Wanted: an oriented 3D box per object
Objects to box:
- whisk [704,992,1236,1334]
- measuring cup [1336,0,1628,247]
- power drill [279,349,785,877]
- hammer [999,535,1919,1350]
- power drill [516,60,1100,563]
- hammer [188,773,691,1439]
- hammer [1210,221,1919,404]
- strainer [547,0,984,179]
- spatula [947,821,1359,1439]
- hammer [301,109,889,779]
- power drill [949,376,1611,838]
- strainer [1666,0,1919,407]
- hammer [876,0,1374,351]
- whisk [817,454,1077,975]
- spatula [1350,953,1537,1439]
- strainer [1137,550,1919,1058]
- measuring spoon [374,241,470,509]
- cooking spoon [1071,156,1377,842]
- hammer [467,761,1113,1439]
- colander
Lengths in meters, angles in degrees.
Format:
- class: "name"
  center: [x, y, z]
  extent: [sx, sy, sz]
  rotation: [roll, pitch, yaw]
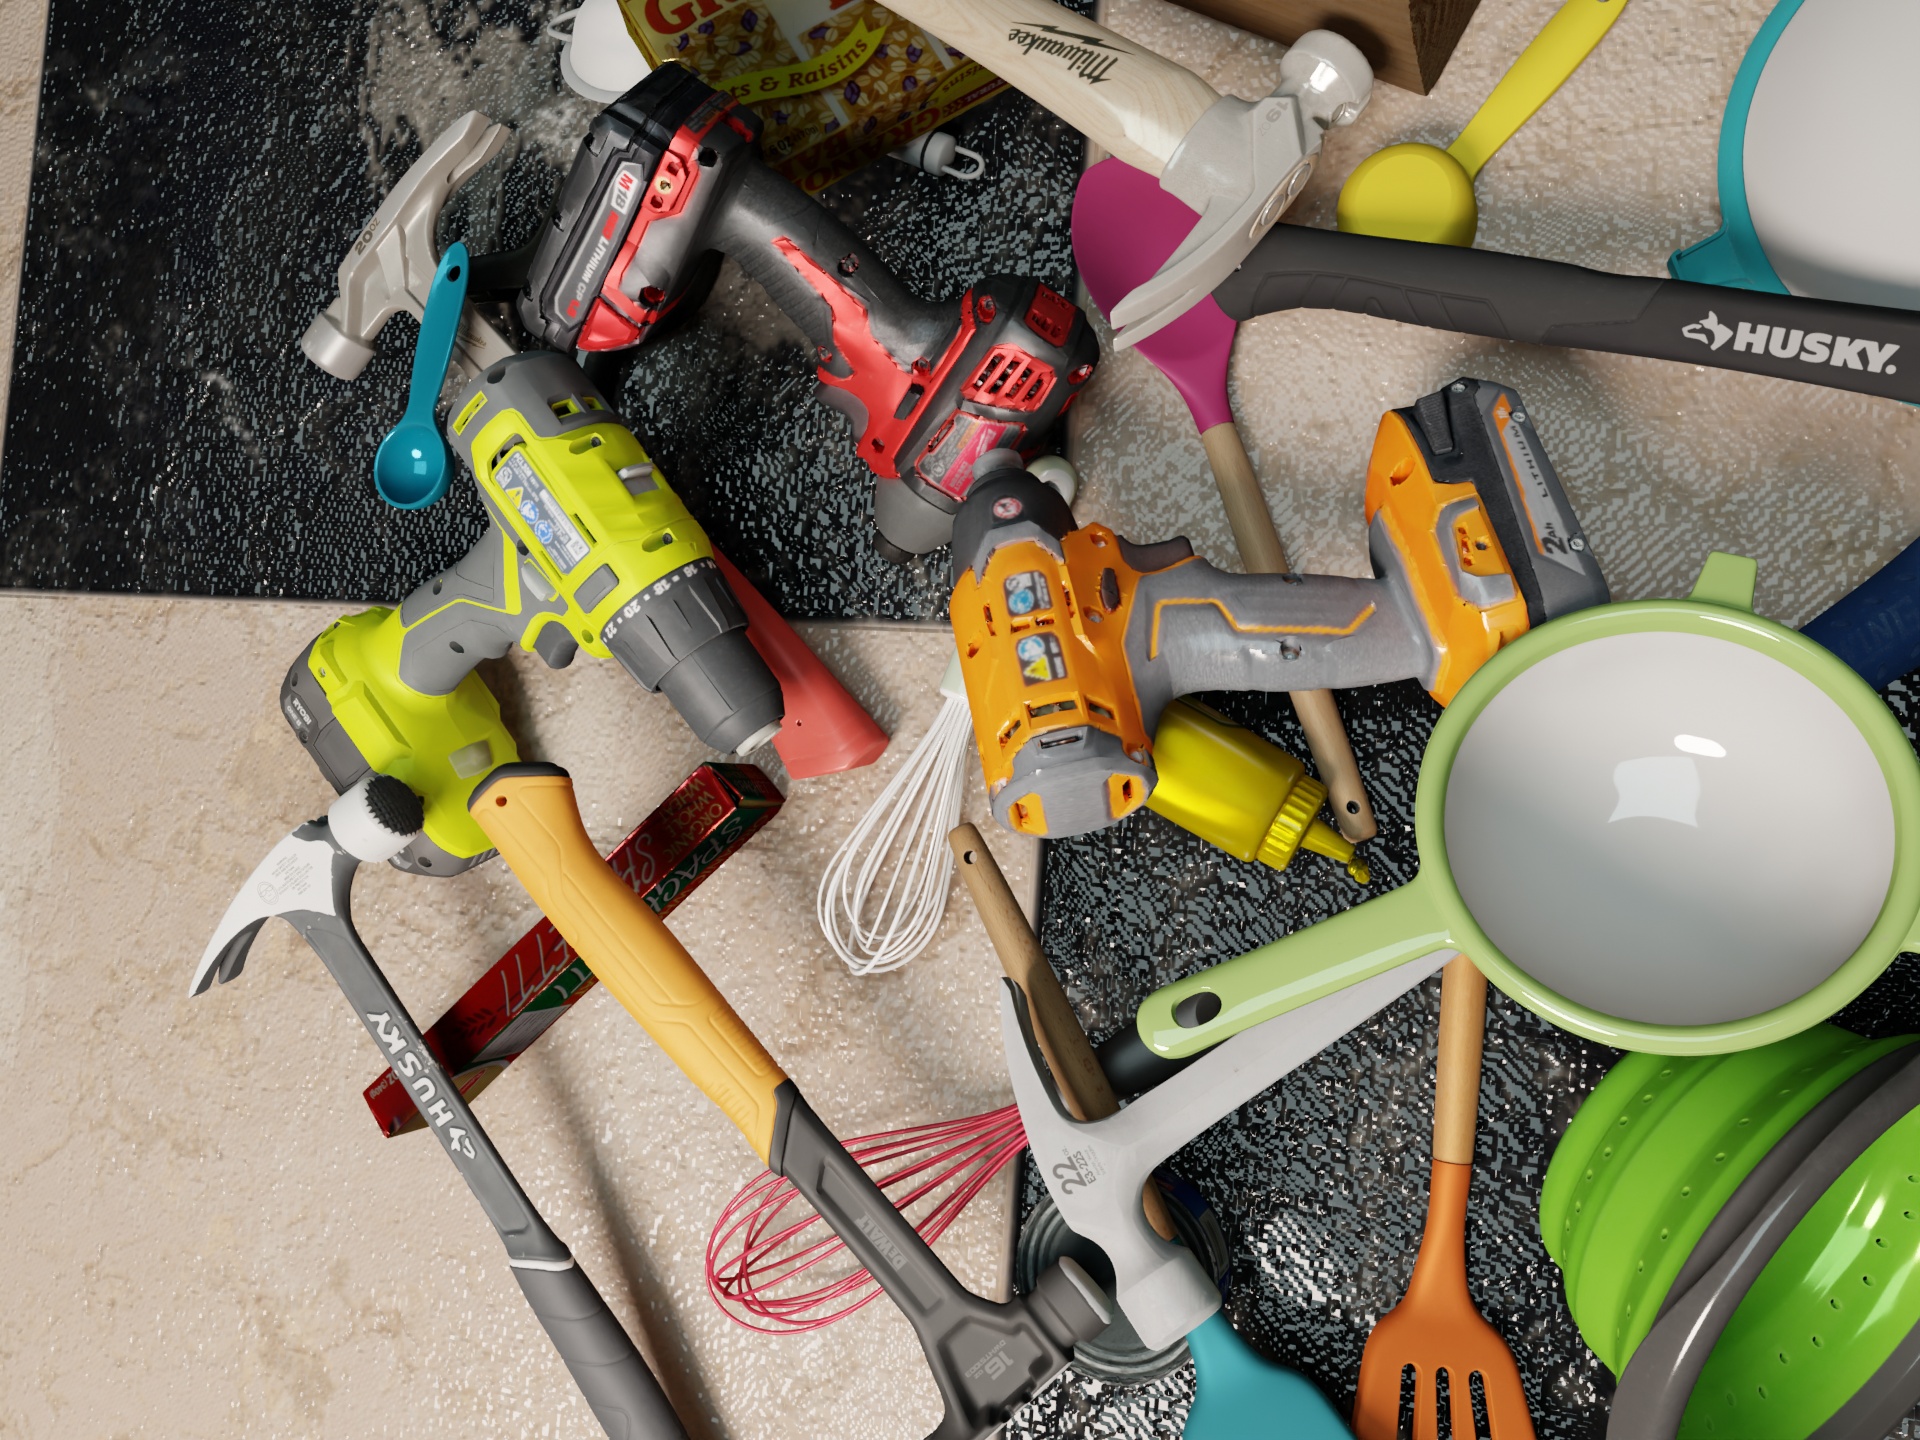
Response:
- class: "whisk"
  center: [0.013, 0.179, 0.680]
  extent: [0.296, 0.073, 0.073]
  rotation: [-32, 76, 9]
- class: "measuring cup"
  center: [0.215, -0.247, 0.647]
  extent: [0.062, 0.029, 0.156]
  rotation: [45, 104, 18]
- class: "power drill"
  center: [-0.194, -0.026, 0.721]
  extent: [0.228, 0.080, 0.190]
  rotation: [-38, 87, 32]
- class: "hammer"
  center: [0.197, 0.059, 0.591]
  extent: [0.405, 0.035, 0.144]
  rotation: [-35, 73, 4]
- class: "power drill"
  center: [-0.065, -0.163, 0.680]
  extent: [0.219, 0.079, 0.143]
  rotation: [30, 128, -9]
- class: "hammer"
  center: [-0.206, 0.231, 0.724]
  extent: [0.149, 0.036, 0.409]
  rotation: [-34, 88, 21]
- class: "hammer"
  center: [0.241, -0.156, 0.586]
  extent: [0.335, 0.035, 0.146]
  rotation: [19, 122, 30]
- class: "strainer"
  center: [-0.100, -0.311, 0.764]
  extent: [0.258, 0.050, 0.087]
  rotation: [27, 70, 15]
- class: "spatula"
  center: [0.067, 0.182, 0.624]
  extent: [0.082, 0.044, 0.318]
  rotation: [-28, 78, 8]
- class: "hammer"
  center: [-0.158, -0.116, 0.749]
  extent: [0.359, 0.036, 0.149]
  rotation: [46, 105, 10]
- class: "power drill"
  center: [0.107, -0.056, 0.610]
  extent: [0.226, 0.084, 0.164]
  rotation: [-13, 61, 2]
- class: "strainer"
  center: [0.408, -0.276, 0.544]
  extent: [0.211, 0.095, 0.340]
  rotation: [27, 97, 20]
- class: "hammer"
  center: [-0.036, -0.316, 0.675]
  extent: [0.411, 0.038, 0.146]
  rotation: [38, 83, 16]
- class: "whisk"
  center: [-0.001, -0.002, 0.704]
  extent: [0.057, 0.059, 0.246]
  rotation: [22, 89, -18]
- class: "spatula"
  center: [0.196, 0.149, 0.620]
  extent: [0.081, 0.041, 0.322]
  rotation: [5, 86, 5]
- class: "strainer"
  center: [0.184, 0.062, 0.538]
  extent: [0.256, 0.069, 0.152]
  rotation: [-25, 63, 10]
- class: "measuring spoon"
  center: [-0.244, -0.160, 0.750]
  extent: [0.042, 0.021, 0.128]
  rotation: [10, 87, 23]
- class: "cooking spoon"
  center: [0.118, -0.101, 0.679]
  extent: [0.069, 0.017, 0.319]
  rotation: [-17, 80, 0]
- class: "hammer"
  center: [-0.094, 0.154, 0.653]
  extent: [0.127, 0.034, 0.337]
  rotation: [-42, 81, 0]
- class: "colander"
  center: [0.230, 0.239, 0.552]
  extent: [0.095, 0.204, 0.397]
  rotation: [39, 103, 51]
